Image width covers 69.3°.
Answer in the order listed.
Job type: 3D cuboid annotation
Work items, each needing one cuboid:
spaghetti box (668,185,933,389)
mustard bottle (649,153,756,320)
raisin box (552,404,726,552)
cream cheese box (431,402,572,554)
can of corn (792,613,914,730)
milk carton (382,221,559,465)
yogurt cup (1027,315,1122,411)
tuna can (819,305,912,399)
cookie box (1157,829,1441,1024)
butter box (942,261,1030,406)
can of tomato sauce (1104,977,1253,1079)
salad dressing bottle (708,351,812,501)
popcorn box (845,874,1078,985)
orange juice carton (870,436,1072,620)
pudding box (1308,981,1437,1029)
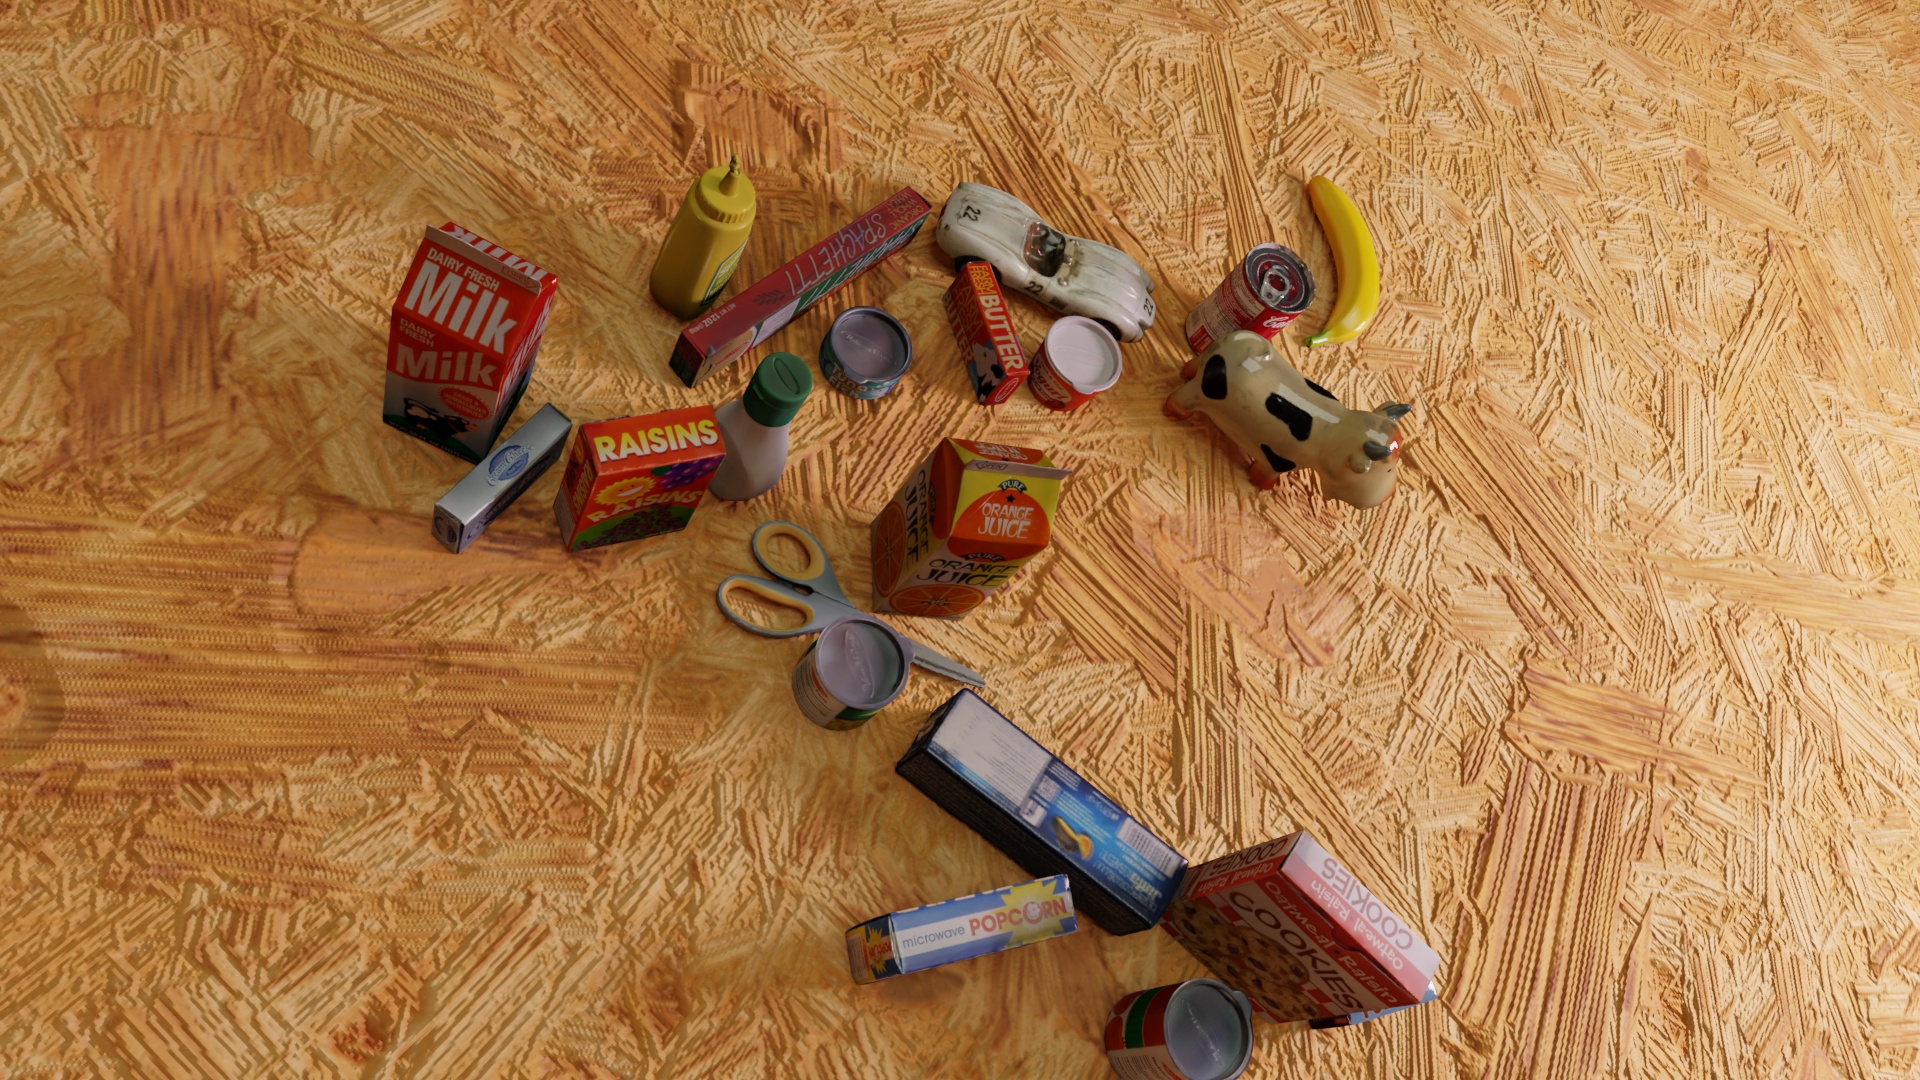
[{"bbox_3d":[-0.117,-0.196,1.057,0.028,0.050,0.251,48,57,1],"label":"spaghetti box"},{"bbox_3d":[-0.176,-0.217,0.975,0.049,0.159,0.065,36,58,-6],"label":"mustard bottle"},{"bbox_3d":[-0.210,-0.040,0.901,0.086,0.123,0.040,-12,73,-28],"label":"raisin box"},{"bbox_3d":[-0.298,-0.040,0.903,0.024,0.053,0.104,40,58,-3],"label":"cream cheese box"},{"bbox_3d":[-0.073,0.090,0.942,0.071,0.058,0.071,10,64,-20],"label":"can of corn"},{"bbox_3d":[-0.303,-0.126,0.858,0.072,0.189,0.074,26,60,-12],"label":"milk carton"},{"bbox_3d":[0.089,-0.140,1.122,0.072,0.053,0.072,10,64,-20],"label":"yogurt cup"},{"bbox_3d":[-0.074,-0.141,1.062,0.071,0.032,0.071,10,64,-20],"label":"tuna can"},{"bbox_3d":[0.217,0.264,0.930,0.123,0.166,0.040,43,58,-2],"label":"cookie box"},{"bbox_3d":[0.019,-0.164,1.102,0.024,0.053,0.103,-10,72,-28],"label":"butter box"},{"bbox_3d":[0.144,0.326,0.919,0.071,0.082,0.071,10,64,-20],"label":"can of tomato sauce"},{"bbox_3d":[-0.137,-0.076,0.935,0.044,0.147,0.064,-27,81,-31],"label":"salad dressing bottle"},{"bbox_3d":[0.000,0.249,0.887,0.127,0.085,0.038,-6,70,-26],"label":"popcorn box"},{"bbox_3d":[0.003,-0.012,0.943,0.072,0.191,0.073,6,65,-22],"label":"orange juice carton"},{"bbox_3d":[0.296,0.328,1.006,0.084,0.049,0.030,-6,70,-26],"label":"pudding box"}]
